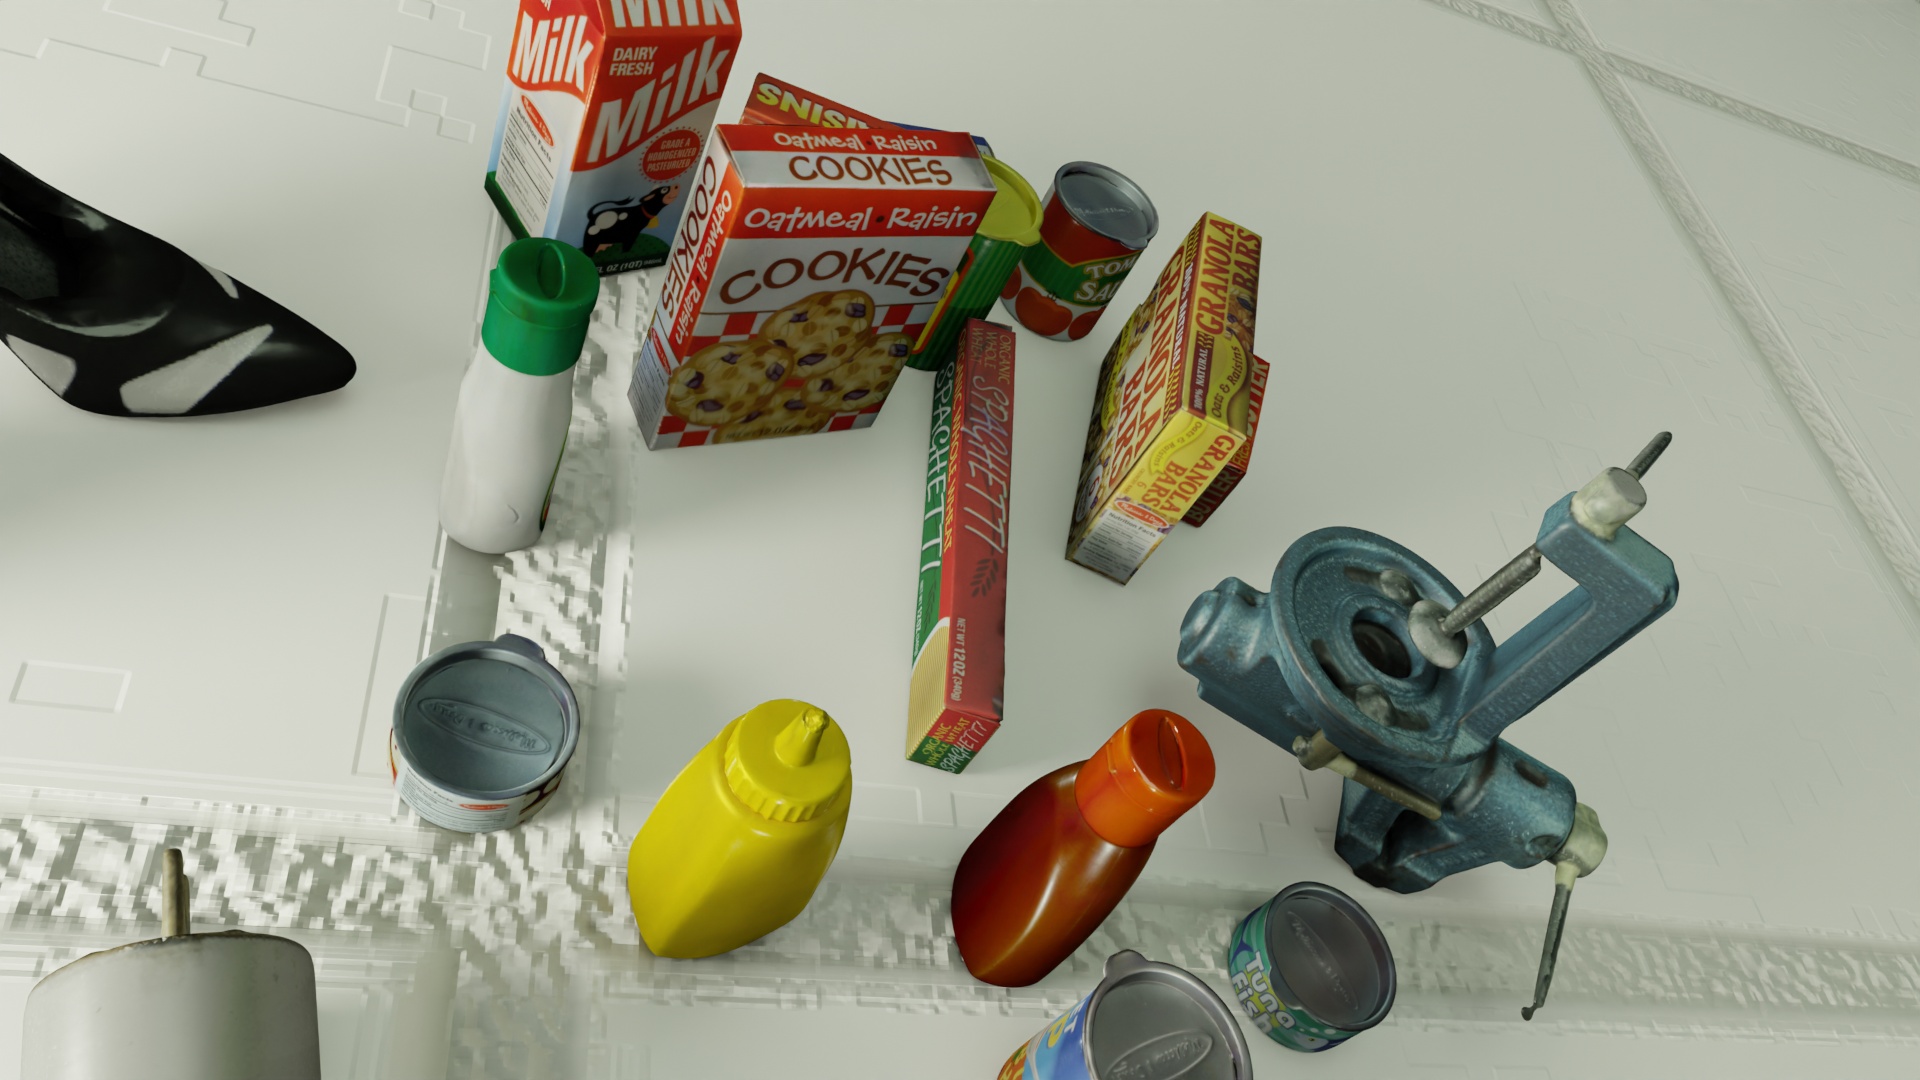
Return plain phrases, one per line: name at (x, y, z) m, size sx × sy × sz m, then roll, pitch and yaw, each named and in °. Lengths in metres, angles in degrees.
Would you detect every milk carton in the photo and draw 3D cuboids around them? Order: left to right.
milk carton at (-0.163, -0.217, 0.656) m, size 0.072 × 0.189 × 0.073 m, roll -19°, pitch 65°, yaw -38°

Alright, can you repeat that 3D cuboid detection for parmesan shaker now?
parmesan shaker at (-0.005, -0.146, 0.742) m, size 0.071 × 0.102 × 0.072 m, roll 15°, pitch 49°, yaw -17°

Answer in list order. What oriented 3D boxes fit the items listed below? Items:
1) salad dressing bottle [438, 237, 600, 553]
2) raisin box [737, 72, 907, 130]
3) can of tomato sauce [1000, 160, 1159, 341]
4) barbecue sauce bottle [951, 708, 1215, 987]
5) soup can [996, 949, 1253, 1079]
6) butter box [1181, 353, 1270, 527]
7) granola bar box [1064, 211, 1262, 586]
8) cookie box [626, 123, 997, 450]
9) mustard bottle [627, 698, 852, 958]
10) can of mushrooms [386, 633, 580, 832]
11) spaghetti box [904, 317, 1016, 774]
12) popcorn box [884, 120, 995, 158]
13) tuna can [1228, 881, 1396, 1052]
salad dressing bottle at (-0.175, -0.054, 0.547) m, size 0.044 × 0.146 × 0.064 m, roll 6°, pitch 52°, yaw -24°
raisin box at (-0.083, -0.163, 0.701) m, size 0.086 × 0.122 × 0.040 m, roll 19°, pitch 48°, yaw -14°
can of tomato sauce at (0.069, -0.167, 0.812) m, size 0.071 × 0.082 × 0.071 m, roll 15°, pitch 49°, yaw -17°
barbecue sauce bottle at (0.043, 0.115, 0.526) m, size 0.044 × 0.147 × 0.065 m, roll 12°, pitch 50°, yaw -19°
soup can at (0.056, 0.199, 0.509) m, size 0.071 × 0.083 × 0.072 m, roll 15°, pitch 49°, yaw -17°
butter box at (0.146, -0.059, 0.788) m, size 0.024 × 0.052 × 0.104 m, roll 28°, pitch 46°, yaw -5°
granola bar box at (0.107, -0.077, 0.732) m, size 0.039 × 0.123 × 0.166 m, roll 24°, pitch 47°, yaw -9°
cookie box at (-0.072, -0.113, 0.636) m, size 0.123 × 0.166 × 0.040 m, roll -9°, pitch 59°, yaw -33°
mustard bottle at (-0.070, 0.094, 0.475) m, size 0.065 × 0.159 × 0.049 m, roll -5°, pitch 57°, yaw -31°
can of mushrooms at (-0.179, 0.072, 0.523) m, size 0.071 × 0.033 × 0.071 m, roll 15°, pitch 49°, yaw -17°
spaghetti box at (0.002, -0.008, 0.672) m, size 0.029 × 0.050 × 0.251 m, roll 17°, pitch 48°, yaw -16°
popcorn box at (-0.052, -0.187, 0.763) m, size 0.127 × 0.084 × 0.038 m, roll 1°, pitch 54°, yaw -27°
tuna can at (0.151, 0.187, 0.605) m, size 0.071 × 0.032 × 0.071 m, roll 15°, pitch 49°, yaw -17°
